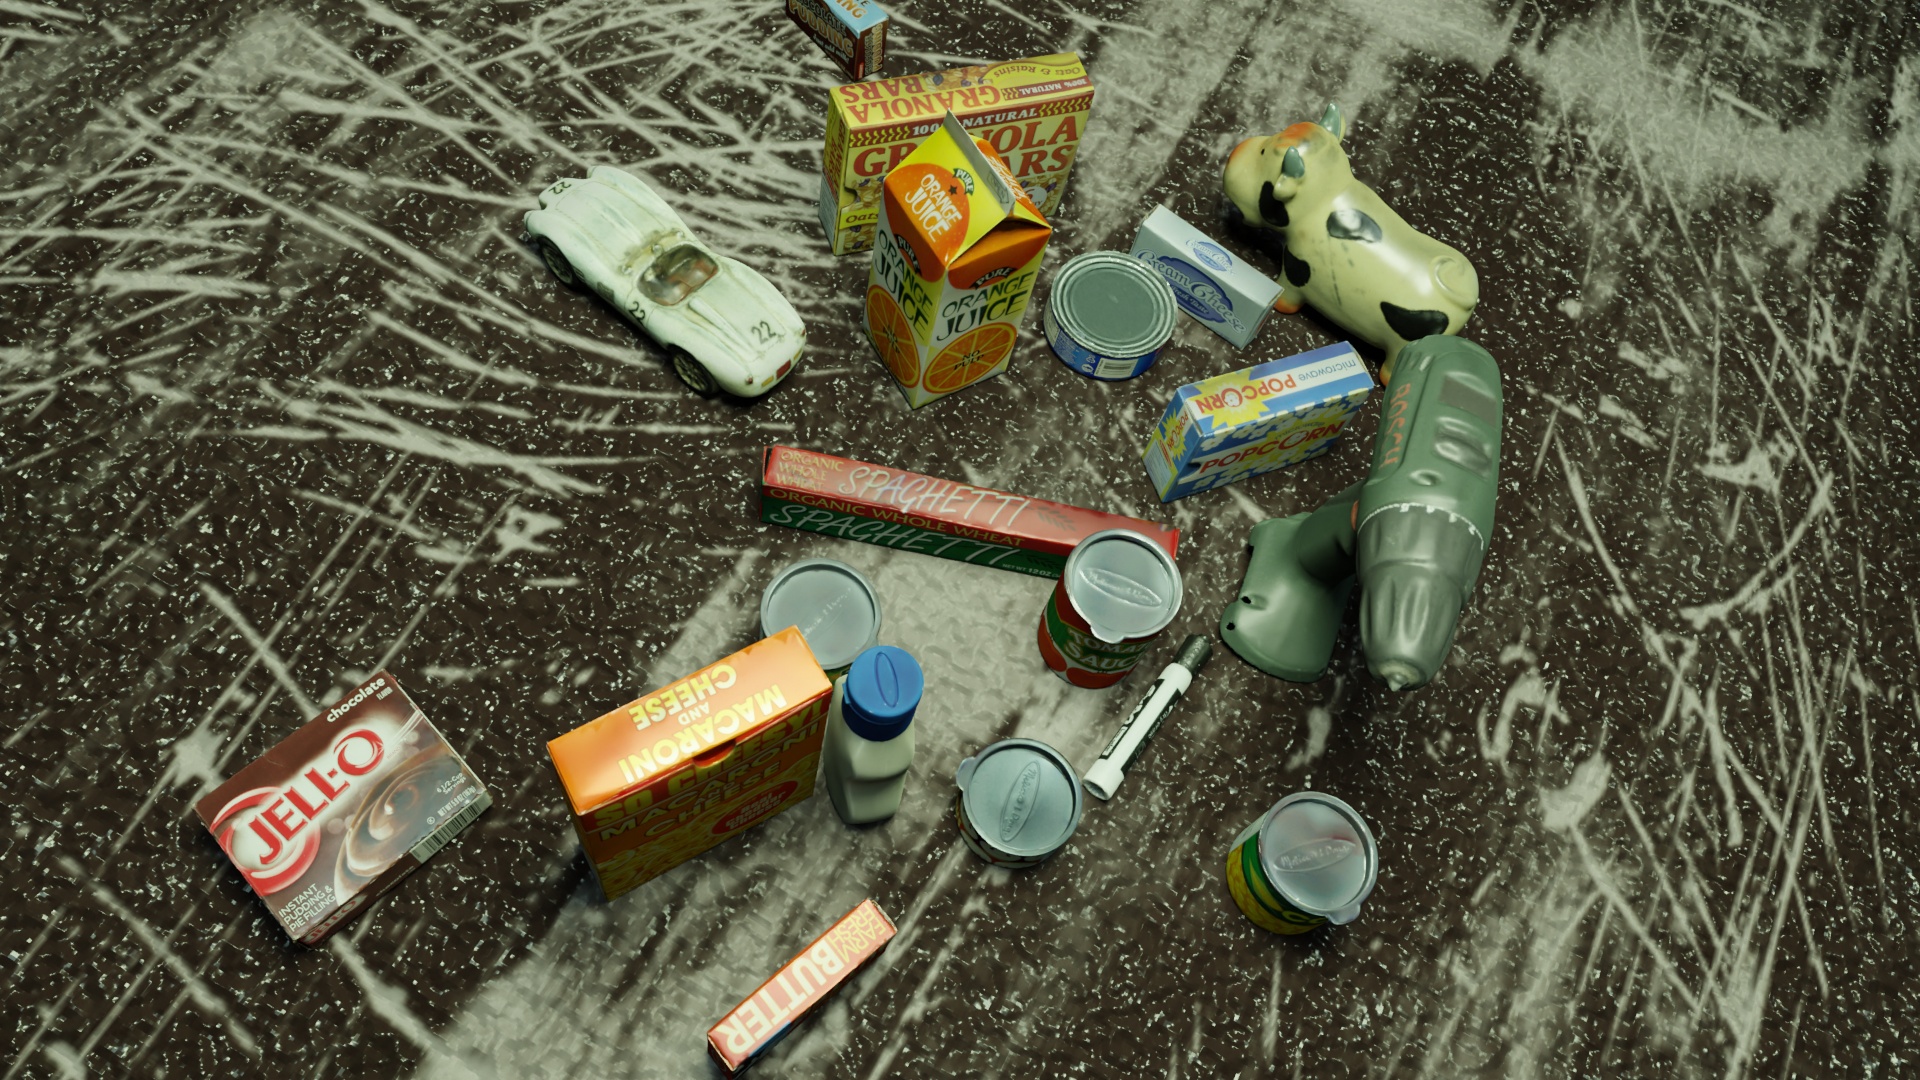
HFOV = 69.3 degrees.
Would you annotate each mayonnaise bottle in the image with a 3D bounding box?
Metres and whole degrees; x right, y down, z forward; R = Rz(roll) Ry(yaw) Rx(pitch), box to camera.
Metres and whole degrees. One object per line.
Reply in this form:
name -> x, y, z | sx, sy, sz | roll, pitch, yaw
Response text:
mayonnaise bottle -> -0.045, 0.098, 0.712 | 0.041, 0.147, 0.065 | -8, 65, -14

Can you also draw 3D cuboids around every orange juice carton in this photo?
orange juice carton -> -0.003, -0.166, 0.828 | 0.073, 0.191, 0.072 | -25, 70, -20

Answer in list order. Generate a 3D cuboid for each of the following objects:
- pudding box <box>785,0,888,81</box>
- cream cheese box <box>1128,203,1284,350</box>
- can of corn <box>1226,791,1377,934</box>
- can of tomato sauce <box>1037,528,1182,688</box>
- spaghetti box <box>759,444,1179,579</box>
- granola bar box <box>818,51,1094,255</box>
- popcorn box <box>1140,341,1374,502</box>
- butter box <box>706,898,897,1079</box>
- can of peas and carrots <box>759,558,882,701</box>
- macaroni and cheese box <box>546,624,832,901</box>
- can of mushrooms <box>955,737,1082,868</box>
pudding box -> -0.090, -0.380, 1.003 | 0.030, 0.049, 0.084 | -36, 74, -23
cream cheese box -> 0.163, -0.178, 0.942 | 0.104, 0.053, 0.024 | 37, 64, 10
can of corn -> 0.186, 0.180, 0.761 | 0.071, 0.058, 0.071 | 4, 63, -8
can of tomato sauce -> 0.083, 0.043, 0.799 | 0.071, 0.082, 0.071 | 4, 63, -8
spaghetti box -> 0.003, -0.010, 0.831 | 0.250, 0.050, 0.029 | 11, 62, -4
granola bar box -> -0.005, -0.252, 0.910 | 0.166, 0.123, 0.039 | -14, 67, -16
popcorn box -> 0.186, -0.074, 0.875 | 0.127, 0.084, 0.038 | -17, 68, -17
butter box -> -0.080, 0.224, 0.695 | 0.104, 0.053, 0.024 | -36, 74, -24
can of peas and carrots -> -0.078, 0.053, 0.779 | 0.071, 0.058, 0.071 | 4, 63, -8
macaroni and cheese box -> -0.128, 0.114, 0.679 | 0.124, 0.165, 0.040 | -26, 70, -20
can of mushrooms -> 0.029, 0.144, 0.766 | 0.071, 0.033, 0.071 | 4, 63, -8
